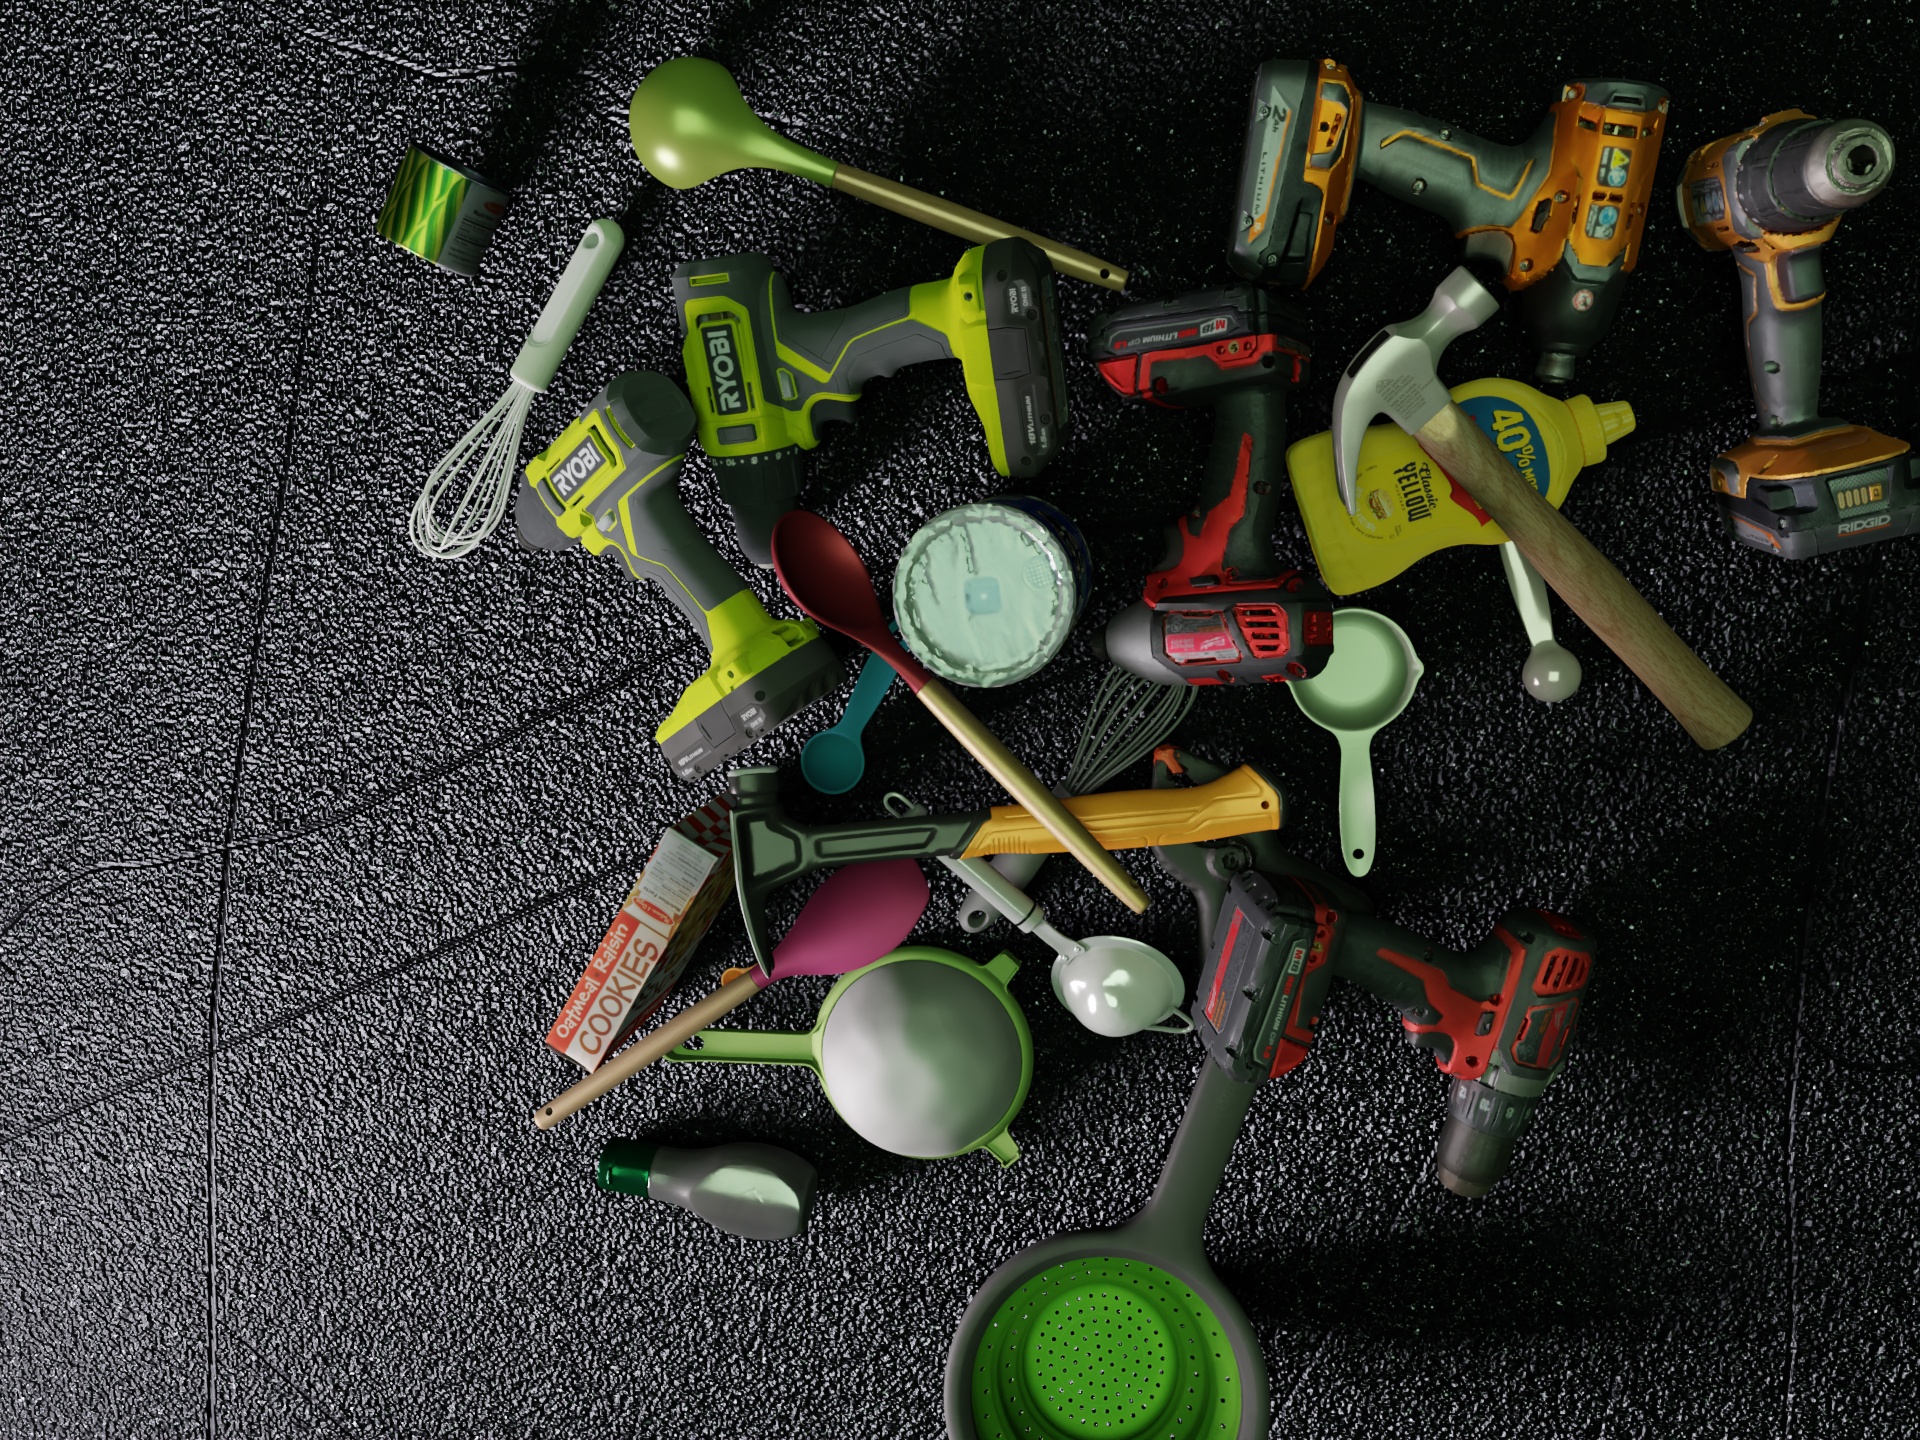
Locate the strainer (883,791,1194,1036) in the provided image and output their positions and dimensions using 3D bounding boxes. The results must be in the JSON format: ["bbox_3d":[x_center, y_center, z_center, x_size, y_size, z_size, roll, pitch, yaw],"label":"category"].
[{"bbox_3d":[0.048,0.132,1.007,0.258,0.050,0.087,41,126,-8],"label":"strainer"}]

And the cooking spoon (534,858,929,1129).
[{"bbox_3d":[-0.157,0.186,1.061,0.319,0.017,0.069,-34,65,9],"label":"cooking spoon"}]

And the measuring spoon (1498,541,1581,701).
[{"bbox_3d":[0.346,-0.070,0.958,0.034,0.018,0.124,-17,96,12],"label":"measuring spoon"}]

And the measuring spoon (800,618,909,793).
[{"bbox_3d":[-0.062,-0.012,1.037,0.042,0.021,0.128,28,94,4],"label":"measuring spoon"}]

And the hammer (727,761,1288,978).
[{"bbox_3d":[0.031,0.074,0.966,0.337,0.034,0.127,-6,92,0],"label":"hammer"}]

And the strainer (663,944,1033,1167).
[{"bbox_3d":[-0.082,0.228,1.052,0.256,0.069,0.151,1,100,7],"label":"strainer"}]

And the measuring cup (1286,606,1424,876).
[{"bbox_3d":[0.242,0.012,0.981,0.083,0.038,0.167,-3,102,9],"label":"measuring cup"}]

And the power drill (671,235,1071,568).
[{"bbox_3d":[-0.053,-0.194,0.967,0.228,0.080,0.190,-4,109,13],"label":"power drill"}]

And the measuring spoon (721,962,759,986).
[{"bbox_3d":[-0.107,0.160,1.076,0.117,0.011,0.021,-21,97,8],"label":"measuring spoon"}]

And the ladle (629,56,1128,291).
[{"bbox_3d":[-0.050,-0.322,0.970,0.320,0.062,0.078,20,102,-2],"label":"ladle"}]

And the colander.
[{"bbox_3d":[0.124,0.354,1.044,0.204,0.094,0.397,22,85,5],"label":"colander"}]

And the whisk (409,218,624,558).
[{"bbox_3d":[-0.282,-0.210,1.019,0.058,0.059,0.246,37,100,29],"label":"whisk"}]

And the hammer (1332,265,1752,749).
[{"bbox_3d":[0.337,-0.095,0.904,0.331,0.031,0.130,41,111,-17],"label":"hammer"}]

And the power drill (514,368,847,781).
[{"bbox_3d":[-0.185,-0.083,0.995,0.171,0.080,0.223,-31,93,42],"label":"power drill"}]

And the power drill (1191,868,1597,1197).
[{"bbox_3d":[0.262,0.192,0.972,0.226,0.080,0.188,12,103,-10],"label":"power drill"}]

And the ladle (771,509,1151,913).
[{"bbox_3d":[-0.001,-0.003,0.941,0.315,0.069,0.031,46,132,6],"label":"ladle"}]

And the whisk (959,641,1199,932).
[{"bbox_3d":[0.069,0.045,1.009,0.055,0.055,0.239,36,108,1],"label":"whisk"}]

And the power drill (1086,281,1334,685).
[{"bbox_3d":[0.137,-0.129,0.920,0.143,0.078,0.219,-3,91,34],"label":"power drill"}]

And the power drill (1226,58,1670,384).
[{"bbox_3d":[0.270,-0.284,0.902,0.226,0.084,0.164,8,102,4],"label":"power drill"}]

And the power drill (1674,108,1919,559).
[{"bbox_3d":[0.446,-0.204,0.836,0.084,0.185,0.226,-13,101,9],"label":"power drill"}]
